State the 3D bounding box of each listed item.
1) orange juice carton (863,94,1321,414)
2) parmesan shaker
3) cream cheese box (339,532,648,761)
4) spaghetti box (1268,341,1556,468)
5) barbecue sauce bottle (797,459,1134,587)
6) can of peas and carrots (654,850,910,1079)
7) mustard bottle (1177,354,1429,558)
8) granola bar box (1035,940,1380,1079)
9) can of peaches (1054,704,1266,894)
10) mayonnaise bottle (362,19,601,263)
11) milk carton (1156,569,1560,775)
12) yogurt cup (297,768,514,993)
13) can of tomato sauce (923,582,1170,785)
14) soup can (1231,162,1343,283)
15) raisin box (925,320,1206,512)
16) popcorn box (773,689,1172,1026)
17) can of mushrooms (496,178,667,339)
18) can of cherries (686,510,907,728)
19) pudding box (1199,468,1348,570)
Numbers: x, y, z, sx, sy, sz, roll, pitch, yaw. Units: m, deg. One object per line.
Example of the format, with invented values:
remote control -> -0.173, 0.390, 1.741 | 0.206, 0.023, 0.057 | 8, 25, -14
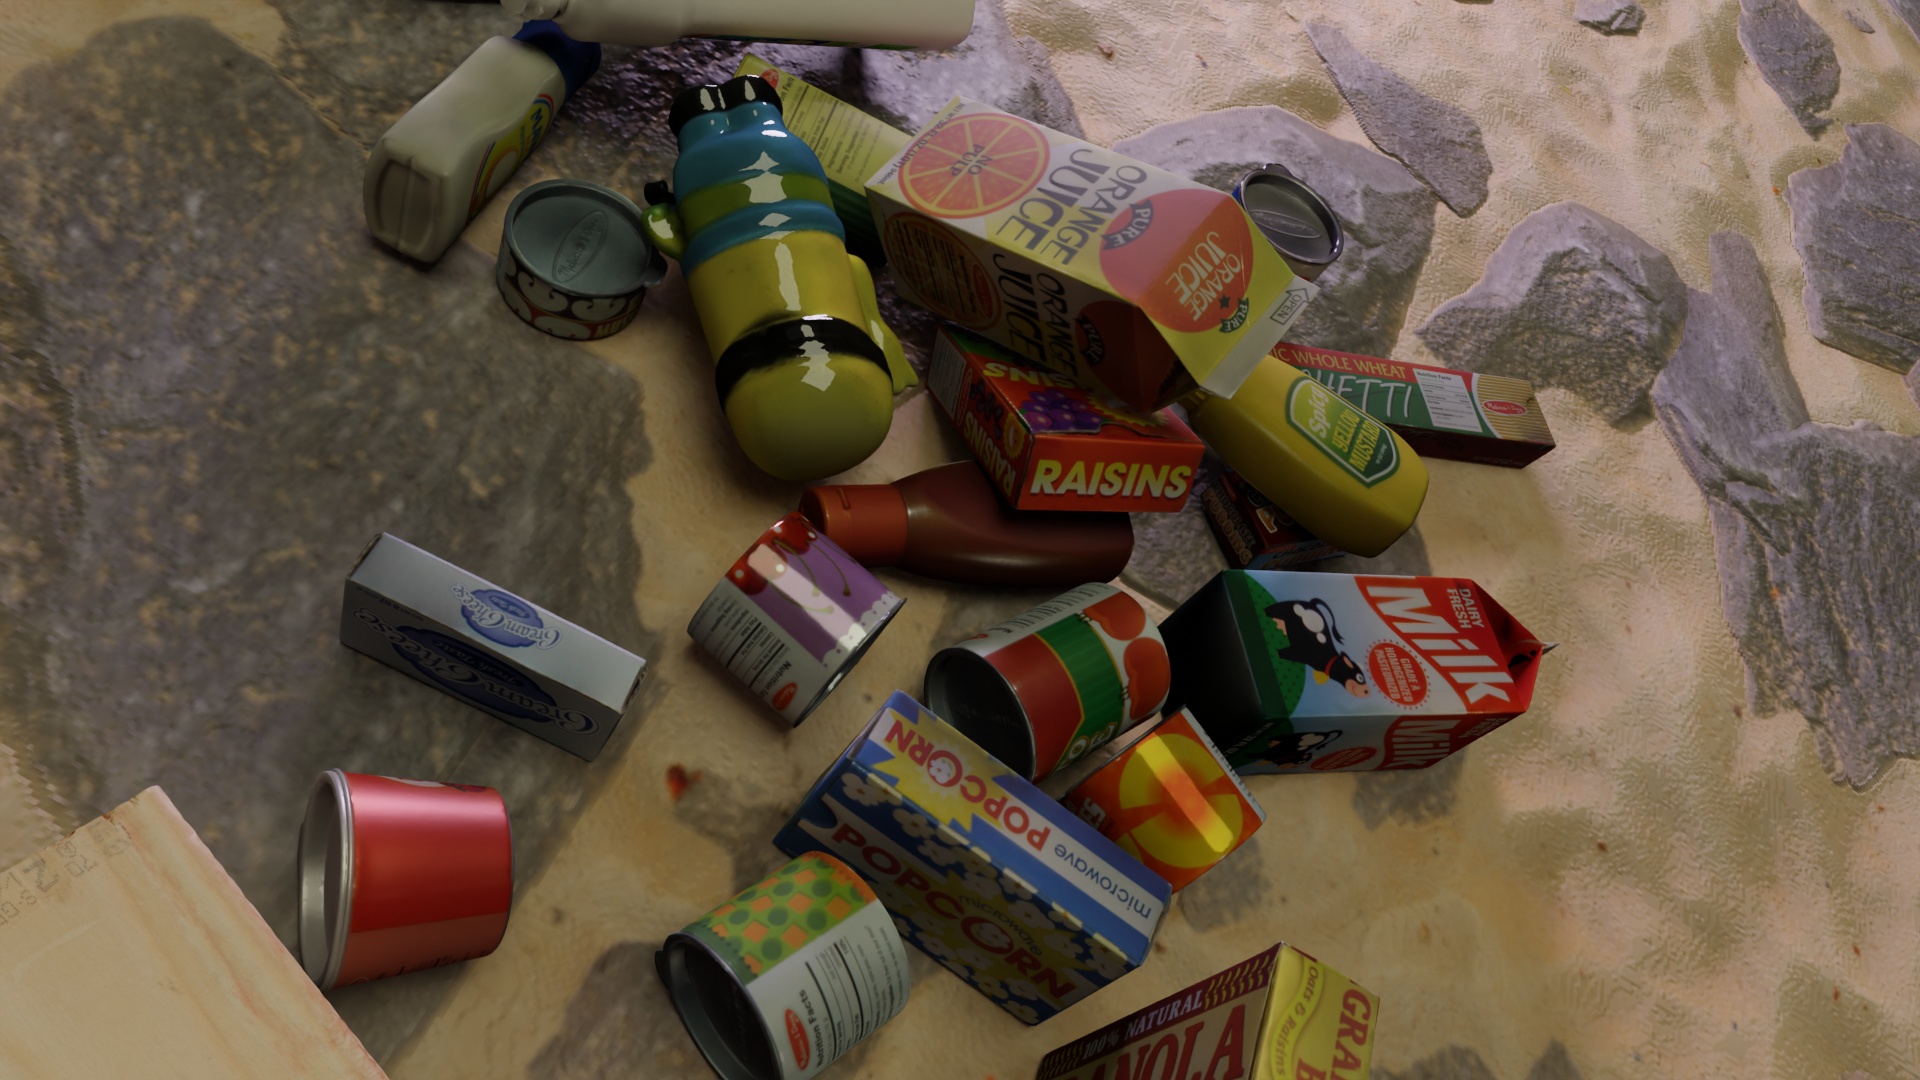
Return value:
orange juice carton -> 0.056, -0.122, 0.616 | 0.193, 0.072, 0.072 | 30, 67, 28
parmesan shaker -> -0.072, -0.183, 0.683 | 0.103, 0.071, 0.072 | 25, 52, -13
cream cheese box -> -0.168, 0.040, 0.498 | 0.104, 0.053, 0.024 | 28, 54, -9
spaghetti box -> 0.236, -0.080, 0.799 | 0.250, 0.028, 0.050 | 4, 59, -25
barbecue sauce bottle -> 0.002, -0.008, 0.623 | 0.149, 0.043, 0.065 | -2, 50, -28
can of peas and carrots -> -0.061, 0.149, 0.479 | 0.059, 0.070, 0.071 | -26, 75, -37
mustard bottle -> 0.156, -0.057, 0.690 | 0.160, 0.048, 0.066 | 35, 48, -3
granola bar box -> 0.058, 0.209, 0.436 | 0.039, 0.164, 0.125 | 30, 52, -6
can of peaches -> 0.082, 0.112, 0.576 | 0.071, 0.071, 0.058 | -29, 77, -37
mayonnaise bottle -> -0.209, -0.189, 0.619 | 0.041, 0.064, 0.149 | 28, 48, -8
milk carton -> 0.192, 0.063, 0.657 | 0.191, 0.072, 0.074 | 3, 59, -26
yogurt cup -> -0.178, 0.107, 0.445 | 0.054, 0.072, 0.072 | 6, 58, -34
can of tomato sauce -> 0.038, 0.063, 0.583 | 0.083, 0.071, 0.071 | -23, 73, -36
soup can -> 0.160, -0.155, 0.773 | 0.071, 0.083, 0.071 | 14, 55, -20
raisin box -> 0.045, -0.059, 0.643 | 0.086, 0.040, 0.124 | 1, 31, -23
popcorn box -> 0.003, 0.120, 0.515 | 0.127, 0.084, 0.038 | 36, 50, -2
can of mushrooms -> -0.168, -0.123, 0.615 | 0.071, 0.033, 0.071 | 13, 54, -20
can of cherries -> -0.064, 0.029, 0.552 | 0.058, 0.071, 0.072 | 40, 51, 2
pudding box -> 0.171, -0.015, 0.724 | 0.084, 0.030, 0.050 | -9, 64, -31
